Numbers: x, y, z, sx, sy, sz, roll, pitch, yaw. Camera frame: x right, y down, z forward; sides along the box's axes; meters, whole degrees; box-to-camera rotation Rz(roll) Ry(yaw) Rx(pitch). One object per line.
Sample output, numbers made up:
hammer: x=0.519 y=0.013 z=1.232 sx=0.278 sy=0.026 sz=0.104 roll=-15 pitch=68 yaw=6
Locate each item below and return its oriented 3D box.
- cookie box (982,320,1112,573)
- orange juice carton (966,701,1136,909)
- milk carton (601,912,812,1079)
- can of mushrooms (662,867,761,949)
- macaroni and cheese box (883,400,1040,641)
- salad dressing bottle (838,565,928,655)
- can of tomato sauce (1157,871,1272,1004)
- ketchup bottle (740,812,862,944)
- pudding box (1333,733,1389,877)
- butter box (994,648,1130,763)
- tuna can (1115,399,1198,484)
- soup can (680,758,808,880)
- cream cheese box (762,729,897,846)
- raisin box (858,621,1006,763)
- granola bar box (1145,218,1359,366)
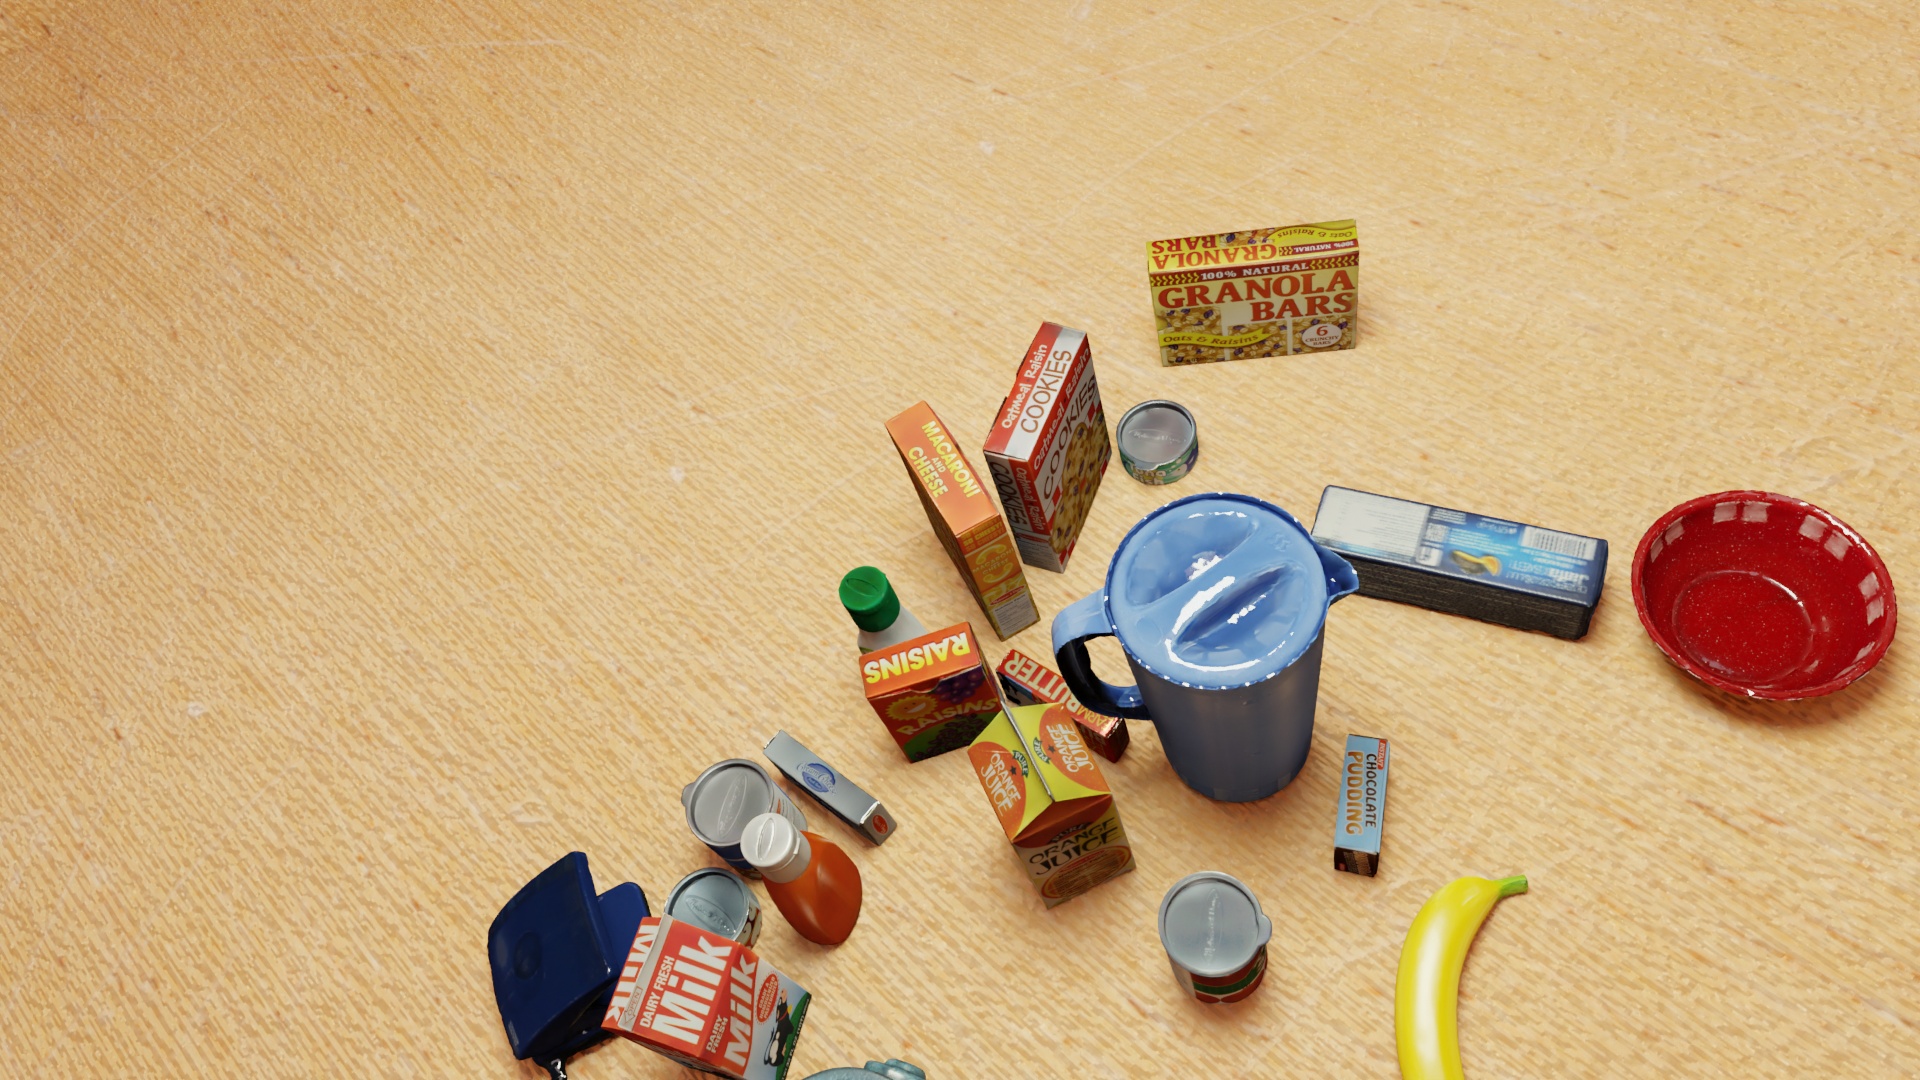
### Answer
cookie box: x=0.071 y=-0.070 z=1.084 sx=0.040 sy=0.166 sz=0.123 roll=14 pitch=64 yaw=22
orange juice carton: x=0.060 y=0.173 z=0.922 sx=0.073 sy=0.192 sz=0.072 roll=-26 pitch=57 yaw=-2
milk carton: x=-0.168 y=0.301 z=0.902 sx=0.073 sy=0.189 sz=0.072 roll=8 pitch=62 yaw=19
can of mushrooms: x=-0.182 y=0.277 z=1.014 sx=0.071 sy=0.033 sz=0.071 roll=-6 pitch=58 yaw=10
macaroni and cheese box: x=0.004 y=-0.013 z=1.067 sx=0.040 sy=0.165 sz=0.124 roll=-29 pitch=57 yaw=-4
salad dressing bottle: x=-0.054 y=0.069 z=1.042 sx=0.064 sy=0.147 sz=0.044 roll=22 pitch=67 yaw=25
can of tomato sauce: x=0.168 y=0.261 z=0.906 sx=0.071 sy=0.082 sz=0.071 roll=-6 pitch=58 yaw=11
ketchup bottle: x=-0.108 y=0.229 z=0.956 sx=0.043 sy=0.148 sz=0.065 roll=1 pitch=60 yaw=15
pudding box: x=0.274 y=0.181 z=0.949 sx=0.030 sy=0.049 sz=0.084 roll=6 pitch=61 yaw=18
butter box: x=0.077 y=0.123 z=1.032 sx=0.103 sy=0.053 sz=0.024 roll=29 pitch=70 yaw=27
tuna can: x=0.162 y=-0.079 z=1.147 sx=0.071 sy=0.032 sz=0.071 roll=-6 pitch=58 yaw=10
soup can: x=-0.158 y=0.206 z=1.022 sx=0.071 sy=0.083 sz=0.071 roll=-6 pitch=58 yaw=11
cream cheese box: x=-0.098 y=0.185 z=1.038 sx=0.104 sy=0.053 sz=0.024 roll=31 pitch=71 yaw=28
raisin box: x=-0.017 y=0.114 z=1.019 sx=0.086 sy=0.123 sz=0.040 roll=-18 pitch=57 yaw=3
granola bar box: x=0.243 y=-0.202 z=1.148 sx=0.165 sy=0.123 sz=0.039 roll=-4 pitch=59 yaw=12
